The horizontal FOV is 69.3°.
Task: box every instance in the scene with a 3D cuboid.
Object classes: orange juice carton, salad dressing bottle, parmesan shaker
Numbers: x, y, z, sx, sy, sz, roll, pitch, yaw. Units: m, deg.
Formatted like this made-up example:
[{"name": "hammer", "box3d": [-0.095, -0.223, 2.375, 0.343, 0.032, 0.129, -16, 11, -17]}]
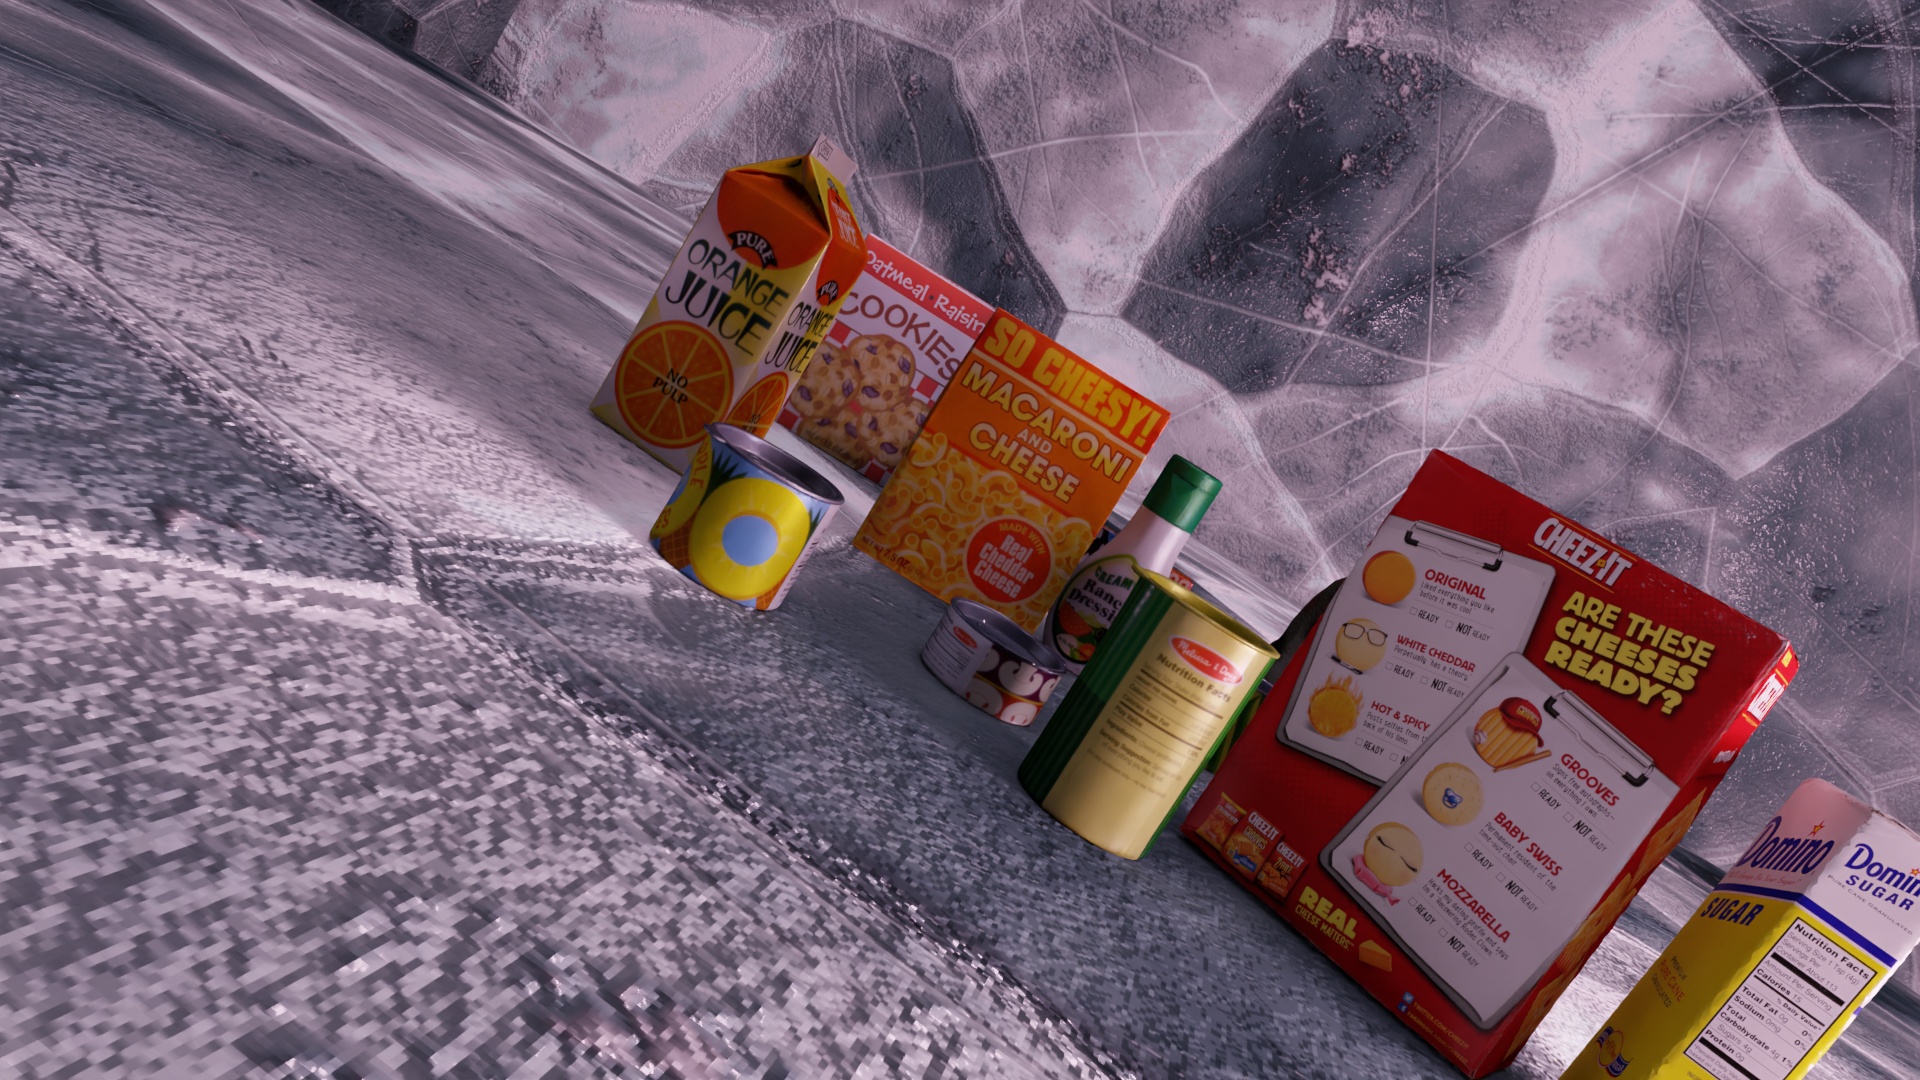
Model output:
[{"name": "orange juice carton", "box3d": [-0.115, -0.132, 0.765, 0.073, 0.192, 0.072, 33, 8, 10]}, {"name": "salad dressing bottle", "box3d": [0.108, 0.017, 0.864, 0.064, 0.147, 0.044, 35, 8, 19]}, {"name": "parmesan shaker", "box3d": [0.075, 0.071, 0.583, 0.071, 0.103, 0.071, 31, 8, -5]}]

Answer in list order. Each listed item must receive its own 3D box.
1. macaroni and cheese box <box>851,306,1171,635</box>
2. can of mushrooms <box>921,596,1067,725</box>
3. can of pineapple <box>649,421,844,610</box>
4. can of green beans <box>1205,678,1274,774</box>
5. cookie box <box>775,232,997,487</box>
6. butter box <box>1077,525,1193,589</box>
[{"name": "macaroni and cheese box", "box3d": [0.030, -0.038, 0.838, 0.124, 0.166, 0.040, 32, 8, -2]}, {"name": "can of mushrooms", "box3d": [0.018, 0.060, 0.680, 0.071, 0.033, 0.071, 31, 8, -5]}, {"name": "can of pineapple", "box3d": [-0.095, -0.011, 0.605, 0.071, 0.057, 0.071, 31, 8, -5]}, {"name": "can of green beans", "box3d": [0.159, 0.105, 0.844, 0.071, 0.057, 0.071, 31, 8, -5]}, {"name": "cookie box", "box3d": [-0.061, -0.142, 1.107, 0.123, 0.167, 0.040, 32, 8, -1]}, {"name": "butter box", "box3d": [0.157, 0.032, 1.278, 0.103, 0.053, 0.024, 31, 8, -3]}]
